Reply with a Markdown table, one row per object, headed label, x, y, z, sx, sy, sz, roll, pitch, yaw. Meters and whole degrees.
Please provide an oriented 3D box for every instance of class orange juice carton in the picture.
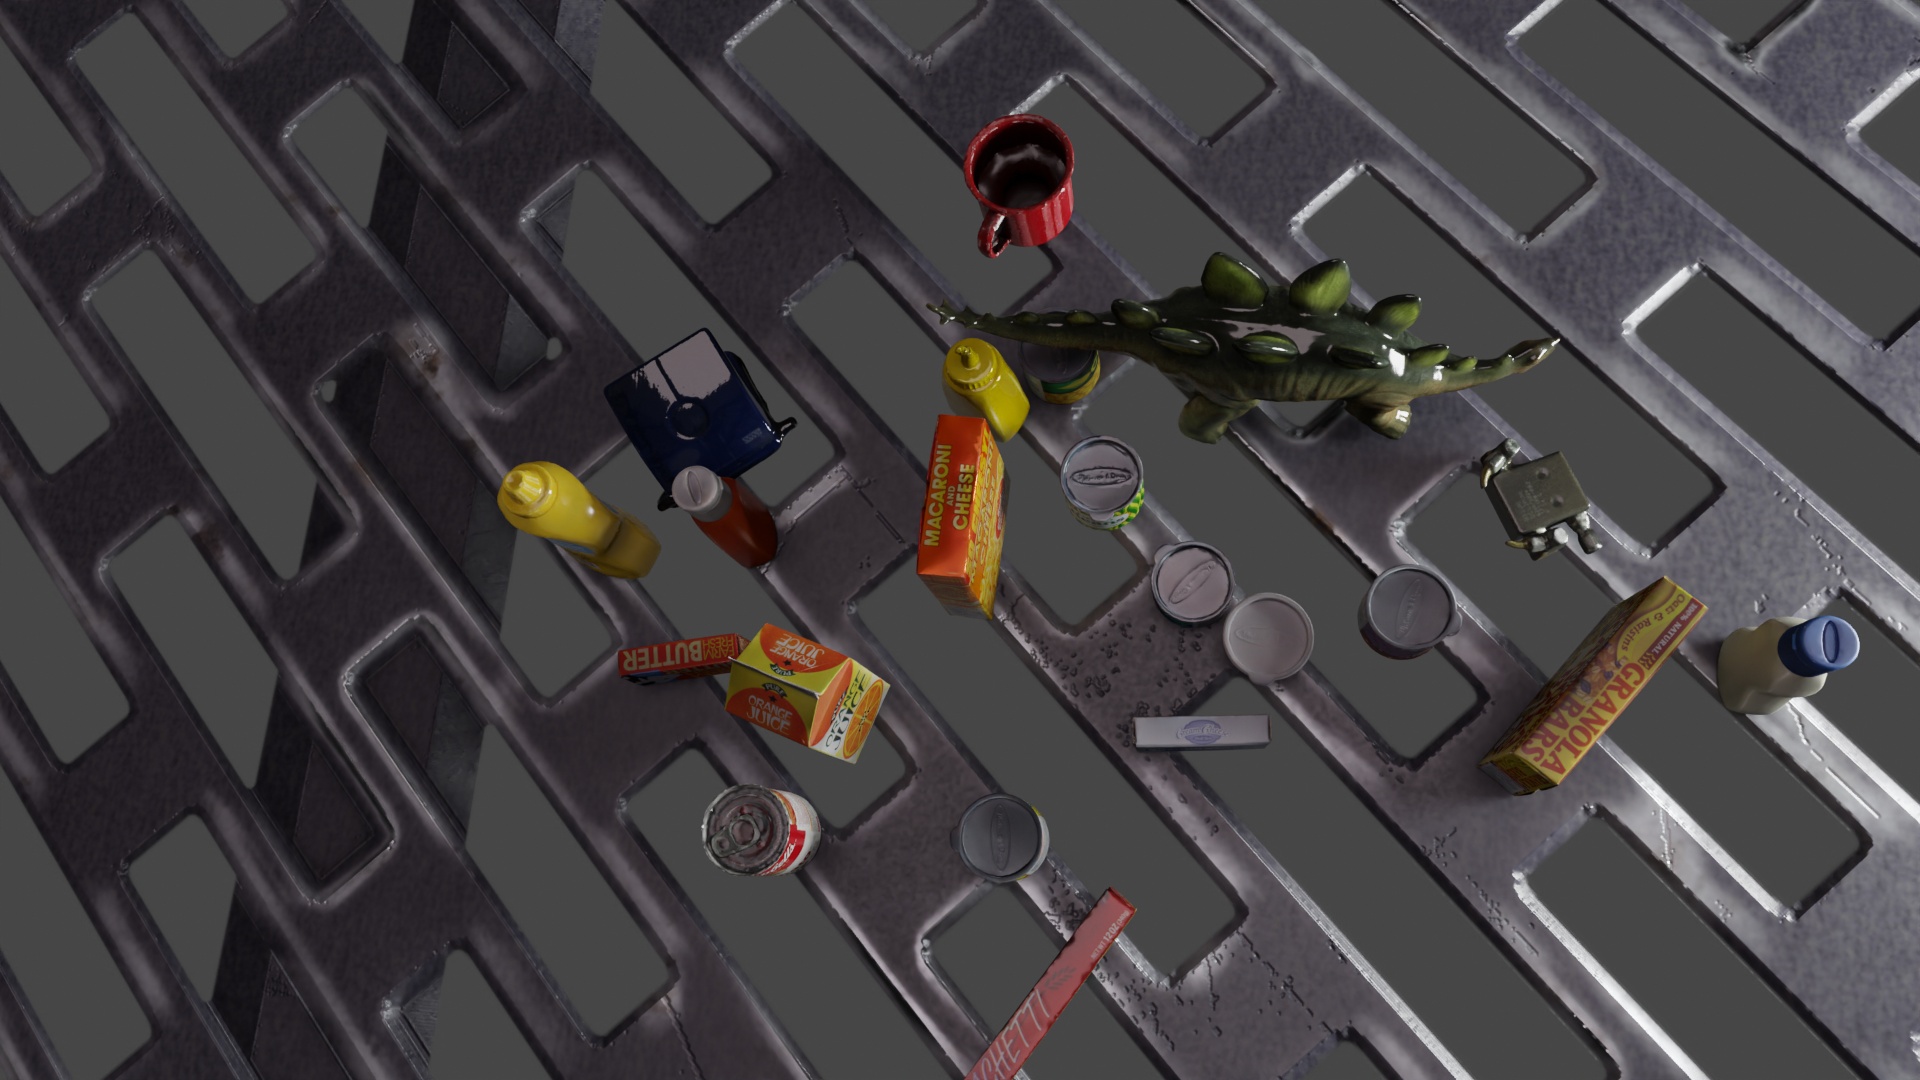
| label | x | y | z | sx | sy | sz | roll | pitch | yaw |
| --- | --- | --- | --- | --- | --- | --- | --- | --- | --- |
| orange juice carton | -0.117 | 0.116 | 1.053 | 0.072 | 0.192 | 0.073 | 22 | 81 | 13 |

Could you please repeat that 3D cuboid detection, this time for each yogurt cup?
| label | x | y | z | sx | sy | sz | roll | pitch | yaw |
| --- | --- | --- | --- | --- | --- | --- | --- | --- | --- |
| yogurt cup | 0.238 | 0.079 | 1.081 | 0.072 | 0.054 | 0.072 | -2 | 76 | 8 |

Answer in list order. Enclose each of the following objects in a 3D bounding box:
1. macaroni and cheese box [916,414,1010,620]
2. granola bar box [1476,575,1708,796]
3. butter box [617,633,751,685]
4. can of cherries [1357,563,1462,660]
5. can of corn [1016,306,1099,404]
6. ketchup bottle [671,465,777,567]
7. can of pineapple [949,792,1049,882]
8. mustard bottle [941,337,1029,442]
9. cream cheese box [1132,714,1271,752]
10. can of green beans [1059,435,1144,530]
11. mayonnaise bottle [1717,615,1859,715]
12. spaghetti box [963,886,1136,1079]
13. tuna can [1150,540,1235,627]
| label | x | y | z | sx | sy | sz | roll | pitch | yaw |
| --- | --- | --- | --- | --- | --- | --- | --- | --- | --- |
| macaroni and cheese box | 0.004 | -0.014 | 1.081 | 0.040 | 0.166 | 0.124 | 5 | 77 | 10 |
| granola bar box | 0.453 | 0.109 | 1.003 | 0.039 | 0.124 | 0.165 | 41 | 85 | 16 |
| butter box | -0.225 | 0.099 | 1.147 | 0.103 | 0.053 | 0.024 | -9 | 75 | 6 |
| can of cherries | 0.344 | 0.058 | 1.067 | 0.071 | 0.058 | 0.071 | -2 | 76 | 8 |
| can of corn | 0.085 | -0.154 | 1.162 | 0.071 | 0.058 | 0.071 | -2 | 76 | 8 |
| ketchup bottle | -0.190 | -0.023 | 1.123 | 0.043 | 0.148 | 0.065 | -20 | 74 | 4 |
| can of pineapple | 0.032 | 0.229 | 1.071 | 0.071 | 0.057 | 0.071 | -2 | 76 | 8 |
| mustard bottle | 0.016 | -0.126 | 1.112 | 0.065 | 0.160 | 0.049 | 32 | 83 | 15 |
| cream cheese box | 0.186 | 0.149 | 1.071 | 0.104 | 0.053 | 0.024 | -3 | 76 | 8 |
| can of green beans | 0.116 | -0.046 | 1.129 | 0.071 | 0.057 | 0.071 | -2 | 76 | 8 |
| mayonnaise bottle | 0.580 | 0.084 | 0.978 | 0.041 | 0.148 | 0.065 | 5 | 77 | 10 |
| spaghetti box | 0.047 | 0.367 | 1.038 | 0.029 | 0.050 | 0.250 | 36 | 84 | 15 |
| tuna can | 0.184 | 0.034 | 1.111 | 0.071 | 0.032 | 0.071 | -2 | 76 | 8 |
